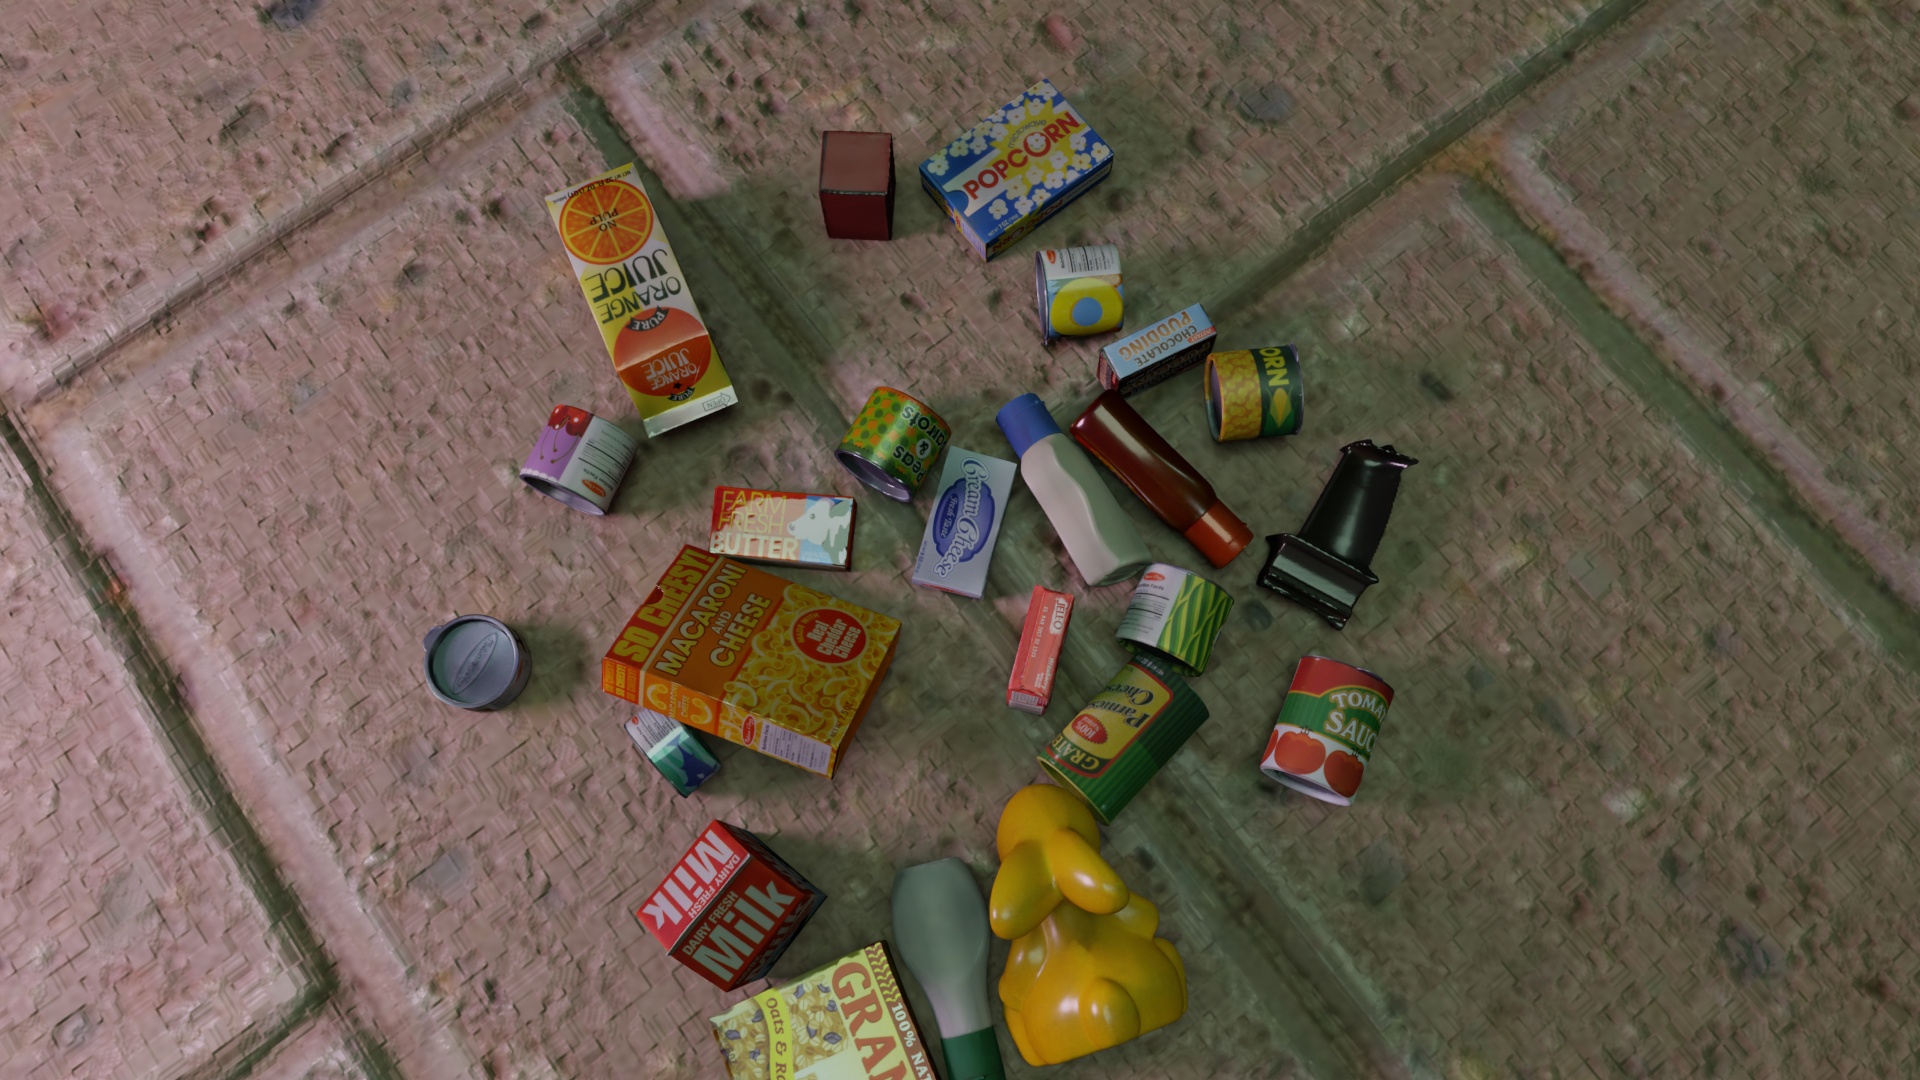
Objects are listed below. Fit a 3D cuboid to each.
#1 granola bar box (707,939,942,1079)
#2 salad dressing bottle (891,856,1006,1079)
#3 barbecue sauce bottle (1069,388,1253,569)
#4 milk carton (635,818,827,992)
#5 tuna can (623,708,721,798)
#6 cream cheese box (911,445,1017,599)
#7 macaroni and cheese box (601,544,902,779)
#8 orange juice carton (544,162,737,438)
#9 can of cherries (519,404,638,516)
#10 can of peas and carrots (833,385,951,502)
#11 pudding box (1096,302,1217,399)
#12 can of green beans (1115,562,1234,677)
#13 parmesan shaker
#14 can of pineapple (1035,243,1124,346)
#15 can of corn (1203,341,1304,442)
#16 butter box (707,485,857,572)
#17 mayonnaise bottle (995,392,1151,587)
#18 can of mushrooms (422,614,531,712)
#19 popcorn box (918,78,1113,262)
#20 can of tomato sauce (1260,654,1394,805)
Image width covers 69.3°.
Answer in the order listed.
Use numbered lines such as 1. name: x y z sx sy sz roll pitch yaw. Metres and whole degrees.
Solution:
1. granola bar box: -0.074 0.361 0.897 0.124 0.039 0.166 -23 76 -5
2. salad dressing bottle: -0.005 0.286 0.915 0.064 0.044 0.148 -13 76 -2
3. barbecue sauce bottle: 0.145 -0.043 0.995 0.148 0.065 0.043 44 105 3
4. milk carton: -0.139 0.224 0.856 0.073 0.190 0.072 37 79 9
5. tuna can: -0.194 0.141 0.945 0.033 0.071 0.071 -41 79 -10
6. cream cheese box: 0.004 -0.013 1.005 0.053 0.024 0.104 15 76 3
7. macaroni and cheese box: -0.139 0.077 0.943 0.166 0.040 0.124 20 42 5
8. orange juice carton: -0.232 -0.171 1.024 0.072 0.073 0.193 -24 77 -6
9. can of cherries: -0.275 -0.058 0.998 0.071 0.071 0.058 21 76 6
10. can of peas and carrots: -0.047 -0.069 0.997 0.071 0.070 0.059 29 77 8
11. pudding box: 0.144 -0.137 1.024 0.084 0.049 0.030 -25 75 -7
12. can of green beans: 0.148 0.055 0.964 0.071 0.071 0.058 24 77 7
13. parmesan shaker: 0.109 0.132 0.945 0.071 0.071 0.103 43 79 10
14. can of pineapple: 0.088 -0.183 1.030 0.058 0.071 0.071 -6 75 -1
15. can of corn: 0.211 -0.108 1.005 0.058 0.071 0.071 -6 75 0
16. butter box: -0.129 -0.008 1.004 0.103 0.024 0.053 5 76 2
17. mayonnaise bottle: 0.077 -0.037 0.994 0.041 0.065 0.148 -41 71 28
18. can of mushrooms: -0.340 0.085 0.976 0.071 0.033 0.071 0 76 1
19. popcorn box: 0.043 -0.286 1.071 0.127 0.038 0.085 -37 79 -9
20. can of tomato sauce: 0.250 0.129 0.941 0.071 0.071 0.083 23 77 6
